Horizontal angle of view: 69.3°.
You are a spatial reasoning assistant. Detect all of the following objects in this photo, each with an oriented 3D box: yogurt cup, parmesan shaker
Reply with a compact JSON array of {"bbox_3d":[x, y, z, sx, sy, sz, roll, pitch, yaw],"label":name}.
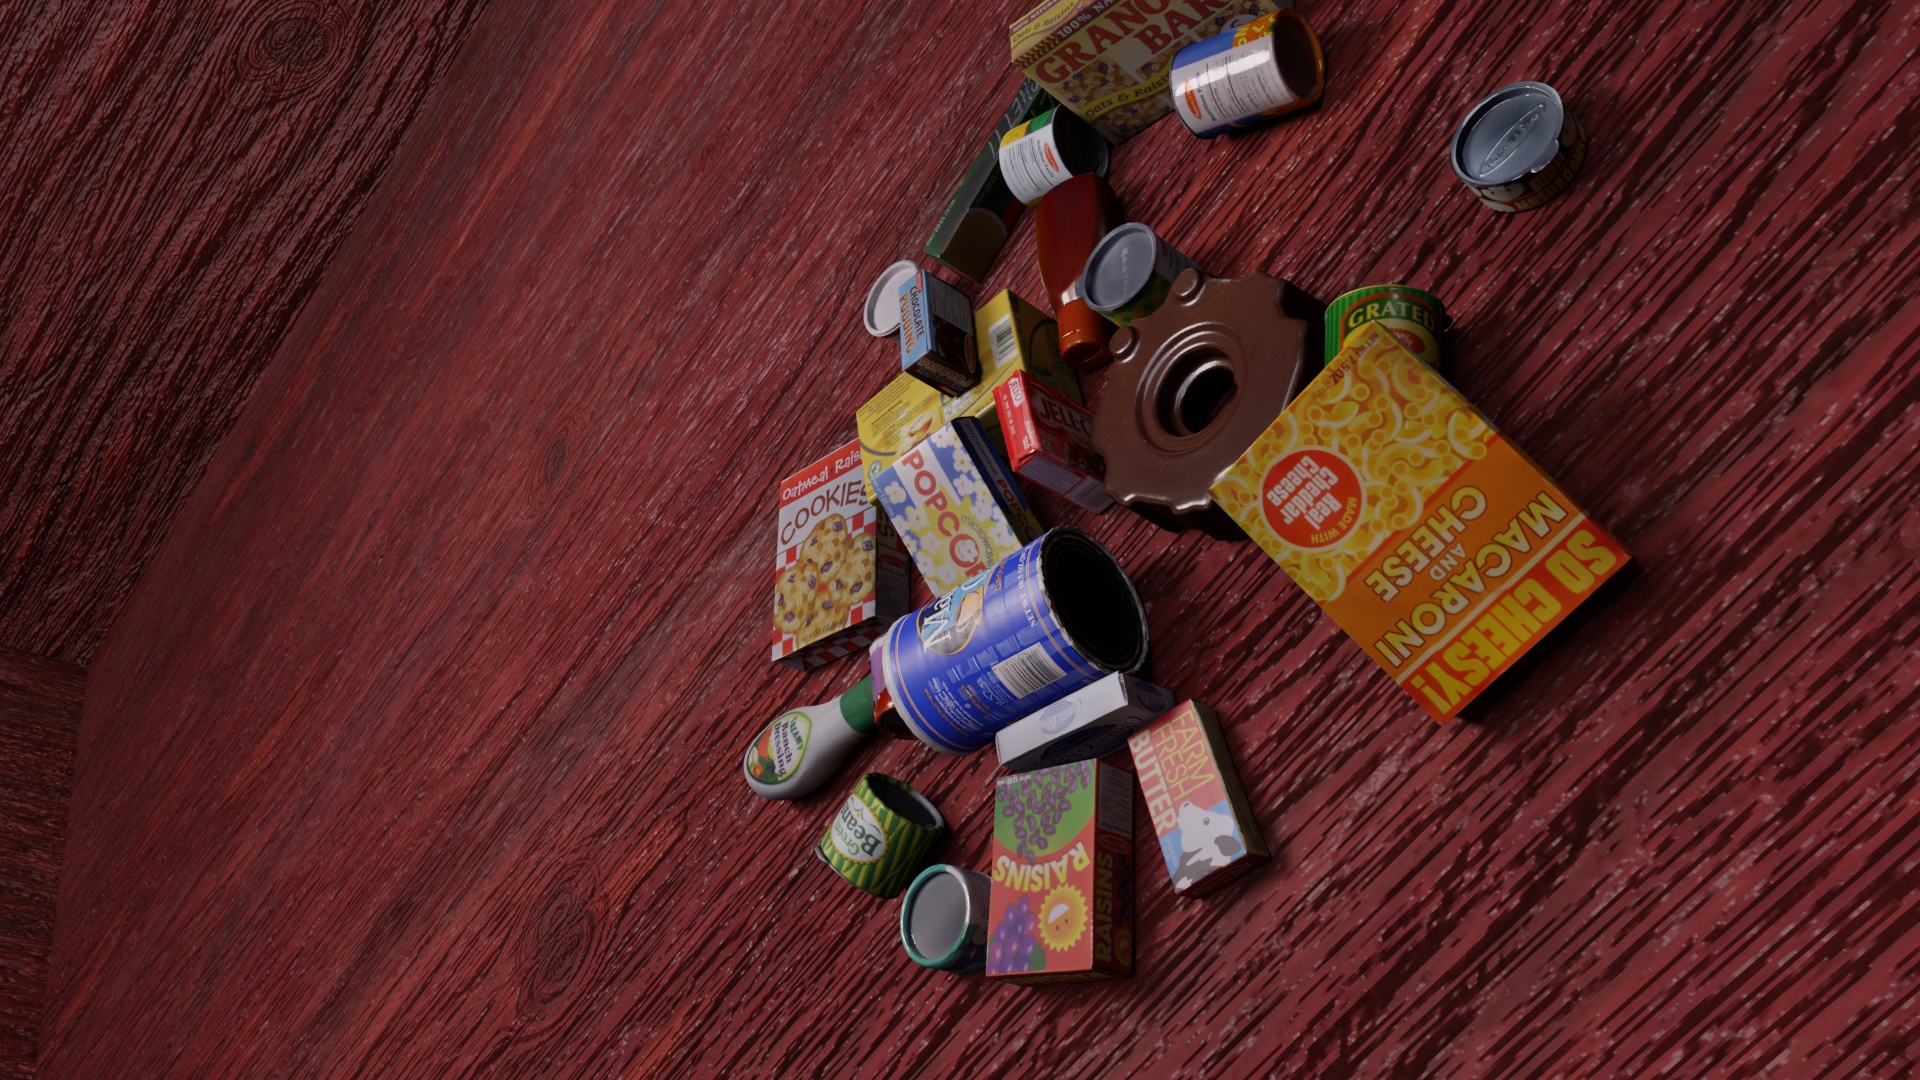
[{"bbox_3d":[-0.039,-0.190,1.148,0.072,0.054,0.073,-25,53,38],"label":"yogurt cup"},{"bbox_3d":[0.239,-0.081,0.774,0.071,0.071,0.103,-15,60,43],"label":"parmesan shaker"}]

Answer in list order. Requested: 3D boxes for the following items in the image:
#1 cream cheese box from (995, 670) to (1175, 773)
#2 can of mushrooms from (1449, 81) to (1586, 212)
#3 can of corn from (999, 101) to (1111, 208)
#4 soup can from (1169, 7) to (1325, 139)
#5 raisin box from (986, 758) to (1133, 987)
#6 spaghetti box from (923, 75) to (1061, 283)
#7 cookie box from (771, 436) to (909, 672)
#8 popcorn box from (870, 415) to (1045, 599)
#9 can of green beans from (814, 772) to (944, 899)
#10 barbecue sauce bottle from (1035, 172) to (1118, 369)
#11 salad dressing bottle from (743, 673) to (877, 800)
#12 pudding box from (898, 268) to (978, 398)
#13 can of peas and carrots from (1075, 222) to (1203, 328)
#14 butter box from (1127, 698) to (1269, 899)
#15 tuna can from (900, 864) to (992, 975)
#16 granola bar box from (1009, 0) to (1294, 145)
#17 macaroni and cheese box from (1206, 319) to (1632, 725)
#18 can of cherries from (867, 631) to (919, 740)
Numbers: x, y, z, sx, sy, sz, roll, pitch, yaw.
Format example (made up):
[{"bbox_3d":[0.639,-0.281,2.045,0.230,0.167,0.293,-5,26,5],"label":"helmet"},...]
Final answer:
[{"bbox_3d":[0.077,0.115,0.855,0.103,0.053,0.024,-32,52,33],"label":"cream cheese box"},{"bbox_3d":[0.317,-0.221,0.786,0.071,0.033,0.071,-25,52,37],"label":"can of mushrooms"},{"bbox_3d":[0.074,-0.298,1.075,0.058,0.071,0.071,-13,61,45],"label":"can of corn"},{"bbox_3d":[0.197,-0.319,0.949,0.083,0.071,0.071,-6,66,46],"label":"soup can"},{"bbox_3d":[0.061,0.201,0.839,0.086,0.040,0.124,-20,55,40],"label":"raisin box"},{"bbox_3d":[0.056,-0.328,1.121,0.249,0.050,0.029,-58,41,7],"label":"spaghetti box"},{"bbox_3d":[-0.095,0.008,1.116,0.122,0.040,0.168,-26,54,38],"label":"cookie box"},{"bbox_3d":[0.003,-0.012,0.969,0.085,0.038,0.127,-34,82,32],"label":"popcorn box"},{"bbox_3d":[-0.053,0.200,0.944,0.057,0.071,0.071,-57,40,9],"label":"can of green beans"},{"bbox_3d":[0.088,-0.196,1.020,0.064,0.043,0.149,-26,53,38],"label":"barbecue sauce bottle"},{"bbox_3d":[-0.101,0.145,1.045,0.147,0.044,0.064,-36,48,30],"label":"salad dressing bottle"},{"bbox_3d":[-0.017,-0.149,0.998,0.030,0.049,0.084,-34,46,34],"label":"pudding box"},{"bbox_3d":[0.124,-0.174,0.955,0.070,0.058,0.071,-26,52,39],"label":"can of peas and carrots"},{"bbox_3d":[0.135,0.147,0.797,0.053,0.024,0.104,-39,46,27],"label":"butter box"},{"bbox_3d":[-0.007,0.245,0.895,0.071,0.033,0.071,-25,53,38],"label":"tuna can"},{"bbox_3d":[0.137,-0.368,0.994,0.165,0.124,0.039,-25,54,38],"label":"granola bar box"},{"bbox_3d":[0.229,-0.010,0.703,0.167,0.040,0.123,48,111,16],"label":"macaroni and cheese box"},{"bbox_3d":[-0.031,0.101,0.973,0.071,0.071,0.058,-32,50,34],"label":"can of cherries"}]
